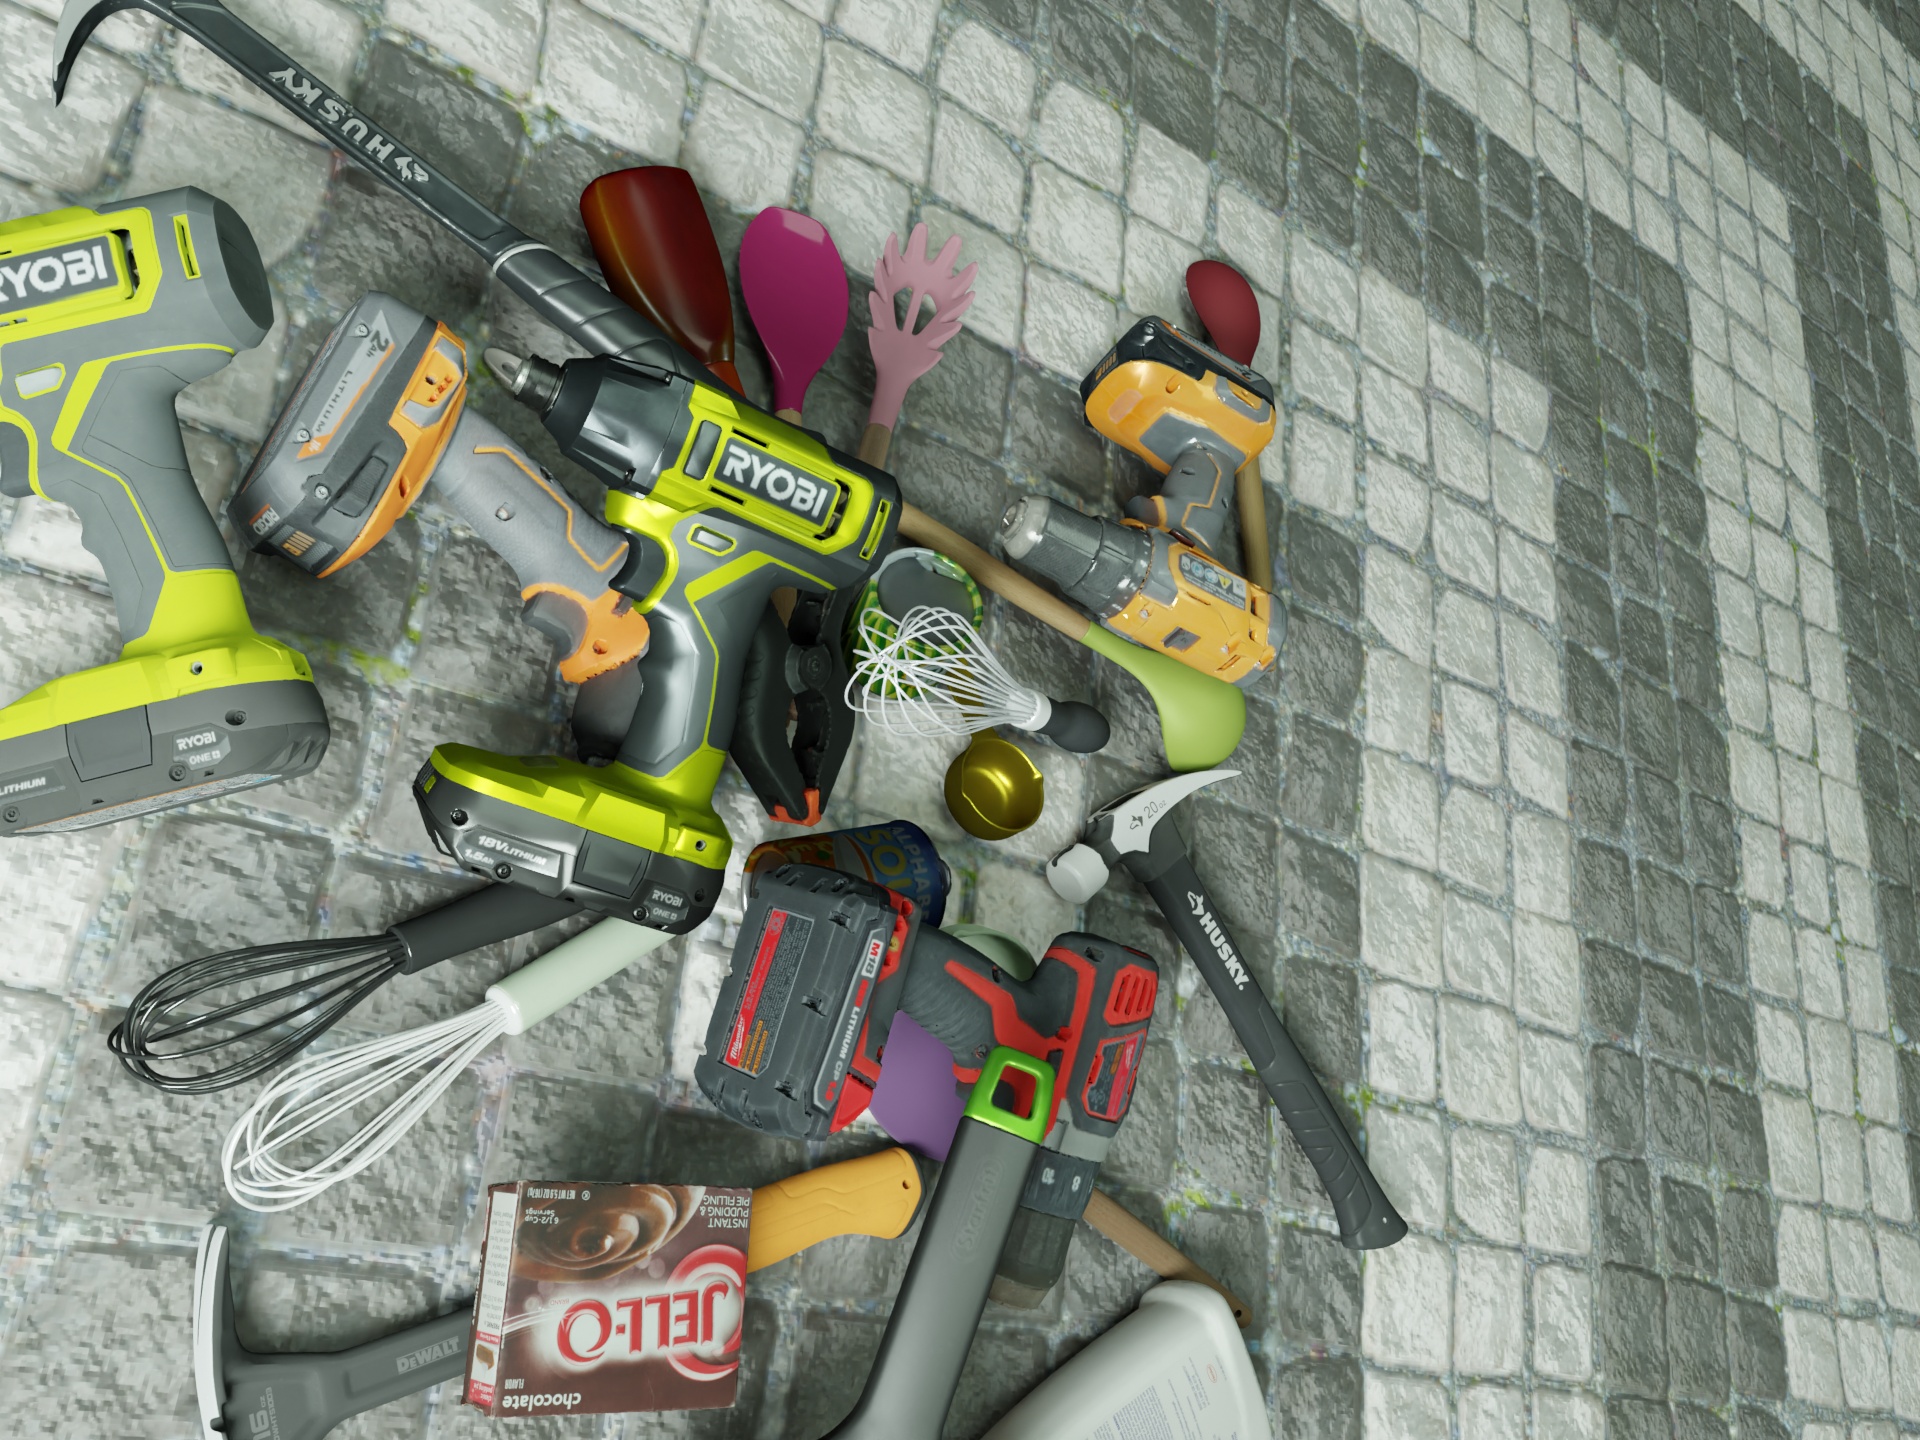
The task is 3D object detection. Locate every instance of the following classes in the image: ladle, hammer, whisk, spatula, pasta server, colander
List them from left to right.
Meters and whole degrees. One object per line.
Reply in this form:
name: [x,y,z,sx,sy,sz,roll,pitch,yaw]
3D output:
whisk: [-0.238,0.098,0.681,0.239,0.055,0.055,-21,89,-43]
hammer: [-0.232,-0.234,0.771,0.408,0.036,0.149,37,58,-14]
whisk: [-0.207,0.133,0.698,0.246,0.058,0.059,-31,130,-42]
hammer: [-0.156,0.241,0.704,0.336,0.034,0.127,-7,81,-39]
colander: [-0.044,0.333,0.679,0.204,0.094,0.397,22,72,-3]
pasta server: [-0.051,-0.144,0.886,0.060,0.040,0.316,18,65,-8]
whisk: [0.022,-0.012,0.853,0.284,0.070,0.070,17,62,-63]
ladle: [0.047,-0.064,0.963,0.320,0.062,0.078,30,62,-19]
spatula: [0.060,0.256,0.860,0.315,0.018,0.060,42,83,-26]
ladle: [0.200,-0.187,1.124,0.069,0.031,0.315,6,73,-35]
hammer: [0.186,0.185,0.980,0.146,0.035,0.334,-37,100,-34]

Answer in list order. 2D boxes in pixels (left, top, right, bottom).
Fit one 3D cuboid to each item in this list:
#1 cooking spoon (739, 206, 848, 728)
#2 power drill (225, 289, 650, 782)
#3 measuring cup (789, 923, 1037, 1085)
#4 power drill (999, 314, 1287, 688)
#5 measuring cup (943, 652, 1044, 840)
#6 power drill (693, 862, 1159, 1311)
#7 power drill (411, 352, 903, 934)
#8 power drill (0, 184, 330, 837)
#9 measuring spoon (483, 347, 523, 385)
cooking spoon: [-0.098,-0.147,0.886,0.068,0.017,0.319,10,69,-28]
power drill: [-0.209,-0.072,0.738,0.226,0.084,0.164,33,58,-30]
measuring cup: [-0.036,0.162,0.826,0.167,0.038,0.083,-24,106,-22]
power drill: [0.114,-0.145,0.982,0.185,0.084,0.226,23,52,-21]
measuring cup: [-0.001,-0.003,0.915,0.062,0.029,0.157,-9,69,-40]
power drill: [-0.009,0.176,0.758,0.226,0.080,0.188,24,79,-36]
power drill: [-0.141,-0.036,0.686,0.171,0.080,0.223,22,88,-26]
power drill: [-0.348,-0.075,0.604,0.190,0.080,0.228,-14,88,-4]
measuring spoon: [-0.193,-0.148,0.818,0.124,0.018,0.034,36,43,-15]
